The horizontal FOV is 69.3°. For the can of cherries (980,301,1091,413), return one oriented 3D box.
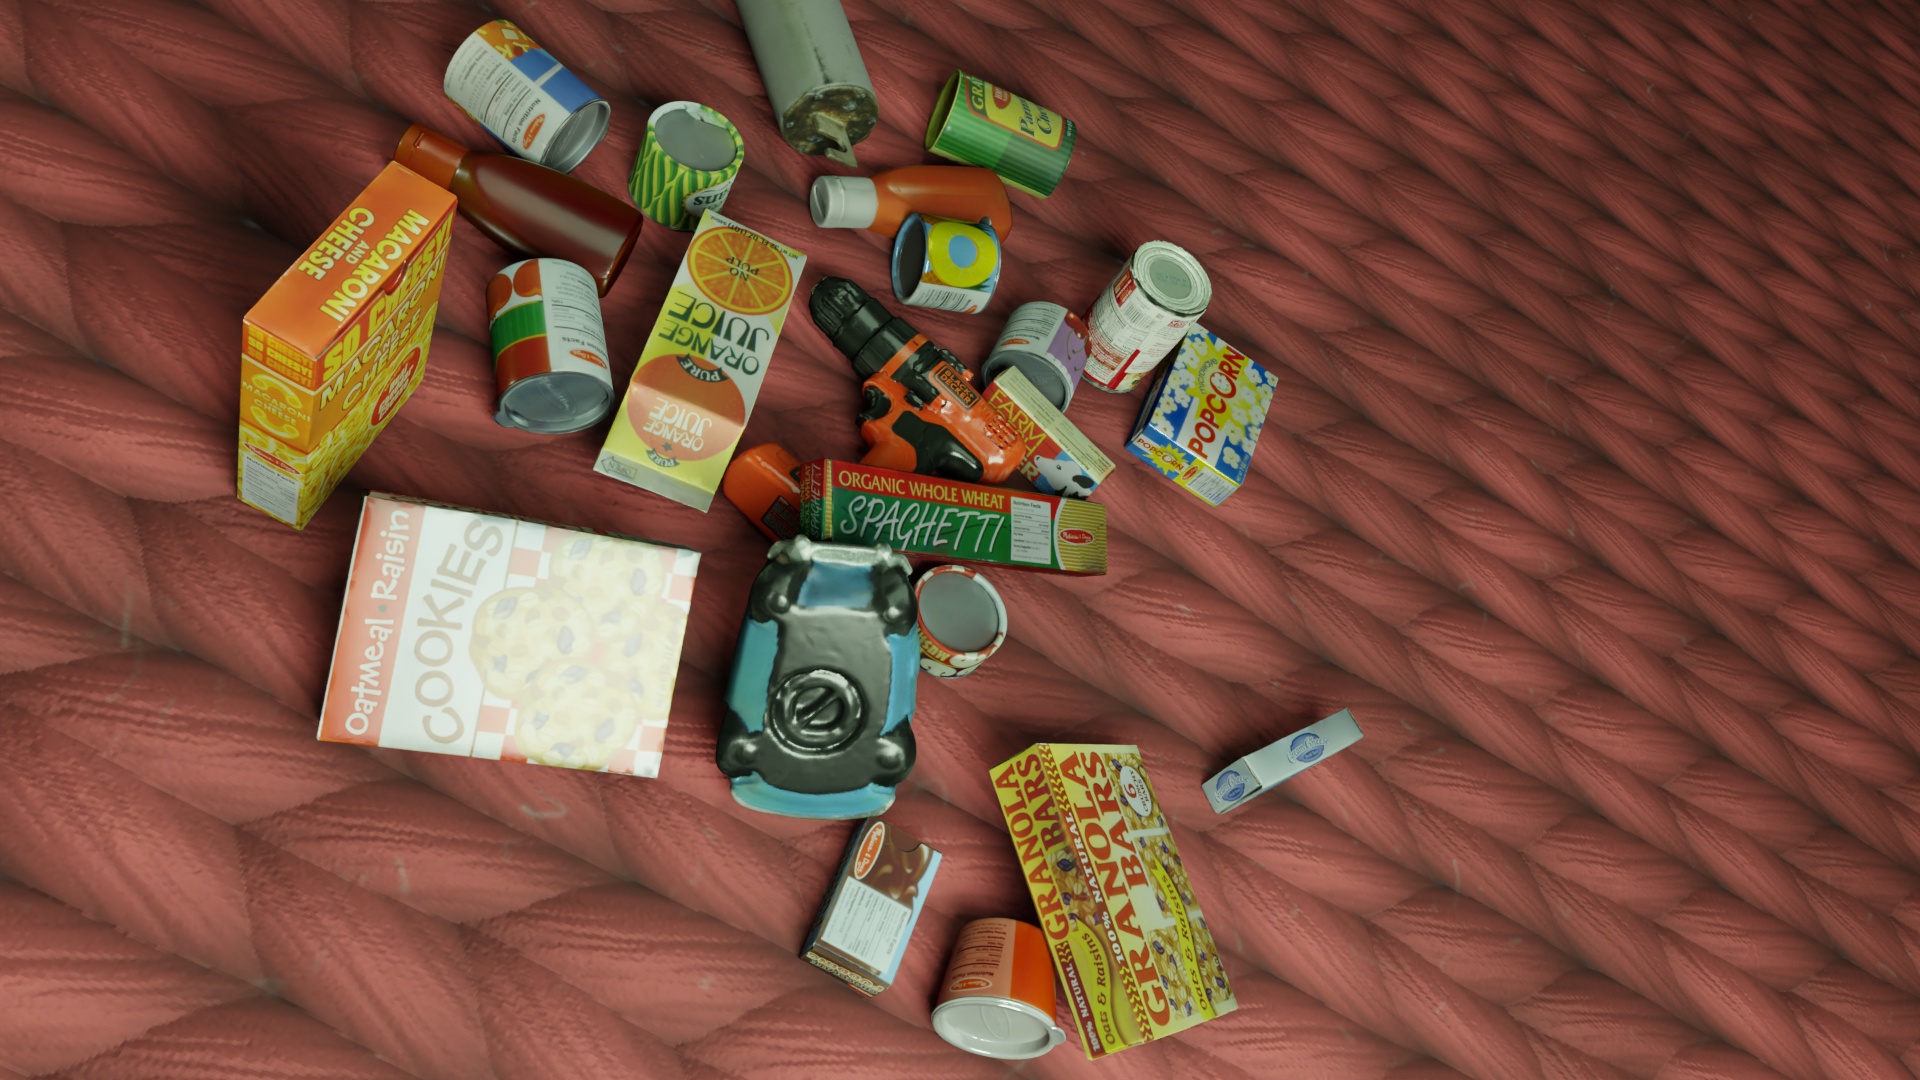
[{"bbox_3d":[0.056,-0.126,0.992,0.071,0.071,0.059,31,51,-8],"label":"can of cherries"}]

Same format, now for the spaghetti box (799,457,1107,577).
[{"bbox_3d":[0.003,-0.011,0.860,0.250,0.028,0.050,7,79,-45],"label":"spaghetti box"}]

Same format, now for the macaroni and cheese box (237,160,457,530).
[{"bbox_3d":[-0.315,-0.096,0.713,0.040,0.165,0.124,30,53,-10],"label":"macaroni and cheese box"}]

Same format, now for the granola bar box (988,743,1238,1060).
[{"bbox_3d":[0.088,0.201,0.797,0.124,0.039,0.166,13,52,-55],"label":"granola bar box"}]

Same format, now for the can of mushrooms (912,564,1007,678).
[{"bbox_3d":[-0.008,0.051,0.871,0.071,0.033,0.071,13,57,-21],"label":"can of mushrooms"}]

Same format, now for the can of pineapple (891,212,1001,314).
[{"bbox_3d":[-0.011,-0.201,0.998,0.058,0.070,0.071,4,61,-26],"label":"can of pineapple"}]

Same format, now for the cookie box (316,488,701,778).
[{"bbox_3d":[-0.231,0.049,0.716,0.167,0.040,0.123,11,91,-22],"label":"cookie box"}]

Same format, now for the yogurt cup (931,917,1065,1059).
[{"bbox_3d":[0.021,0.242,0.754,0.072,0.072,0.054,24,46,-14],"label":"yogurt cup"}]

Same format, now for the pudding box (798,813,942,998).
[{"bbox_3d":[-0.048,0.200,0.763,0.049,0.030,0.084,30,52,-8],"label":"pudding box"}]

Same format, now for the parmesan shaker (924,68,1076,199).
[{"bbox_3d":[0.032,-0.320,1.094,0.103,0.071,0.071,18,55,-18],"label":"parmesan shaker"}]

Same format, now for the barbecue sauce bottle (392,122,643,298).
[{"bbox_3d":[-0.281,-0.213,0.879,0.148,0.043,0.065,26,65,-11],"label":"barbecue sauce bottle"}]

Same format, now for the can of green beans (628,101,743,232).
[{"bbox_3d":[-0.186,-0.255,0.945,0.071,0.057,0.071,13,57,-21],"label":"can of green beans"}]

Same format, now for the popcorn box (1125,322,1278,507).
[{"bbox_3d":[0.185,-0.097,1.057,0.085,0.038,0.127,32,52,-7],"label":"popcorn box"}]

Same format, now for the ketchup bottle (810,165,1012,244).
[{"bbox_3d":[-0.036,-0.249,1.029,0.149,0.043,0.065,-5,64,-30],"label":"ketchup bottle"}]

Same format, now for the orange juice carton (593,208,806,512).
[{"bbox_3d":[-0.162,-0.106,0.859,0.072,0.072,0.194,23,54,-14],"label":"orange juice carton"}]

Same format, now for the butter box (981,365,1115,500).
[{"bbox_3d":[0.055,-0.069,0.963,0.103,0.053,0.024,45,54,4],"label":"butter box"}]

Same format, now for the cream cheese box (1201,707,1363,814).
[{"bbox_3d":[0.213,0.146,0.917,0.104,0.053,0.024,-17,69,-34],"label":"cream cheese box"}]

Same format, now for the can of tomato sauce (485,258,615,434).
[{"bbox_3d":[-0.246,-0.115,0.826,0.071,0.071,0.083,-1,62,-28],"label":"can of tomato sauce"}]

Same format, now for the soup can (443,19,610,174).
[{"bbox_3d":[-0.282,-0.288,0.911,0.084,0.071,0.072,40,52,-1],"label":"soup can"}]
